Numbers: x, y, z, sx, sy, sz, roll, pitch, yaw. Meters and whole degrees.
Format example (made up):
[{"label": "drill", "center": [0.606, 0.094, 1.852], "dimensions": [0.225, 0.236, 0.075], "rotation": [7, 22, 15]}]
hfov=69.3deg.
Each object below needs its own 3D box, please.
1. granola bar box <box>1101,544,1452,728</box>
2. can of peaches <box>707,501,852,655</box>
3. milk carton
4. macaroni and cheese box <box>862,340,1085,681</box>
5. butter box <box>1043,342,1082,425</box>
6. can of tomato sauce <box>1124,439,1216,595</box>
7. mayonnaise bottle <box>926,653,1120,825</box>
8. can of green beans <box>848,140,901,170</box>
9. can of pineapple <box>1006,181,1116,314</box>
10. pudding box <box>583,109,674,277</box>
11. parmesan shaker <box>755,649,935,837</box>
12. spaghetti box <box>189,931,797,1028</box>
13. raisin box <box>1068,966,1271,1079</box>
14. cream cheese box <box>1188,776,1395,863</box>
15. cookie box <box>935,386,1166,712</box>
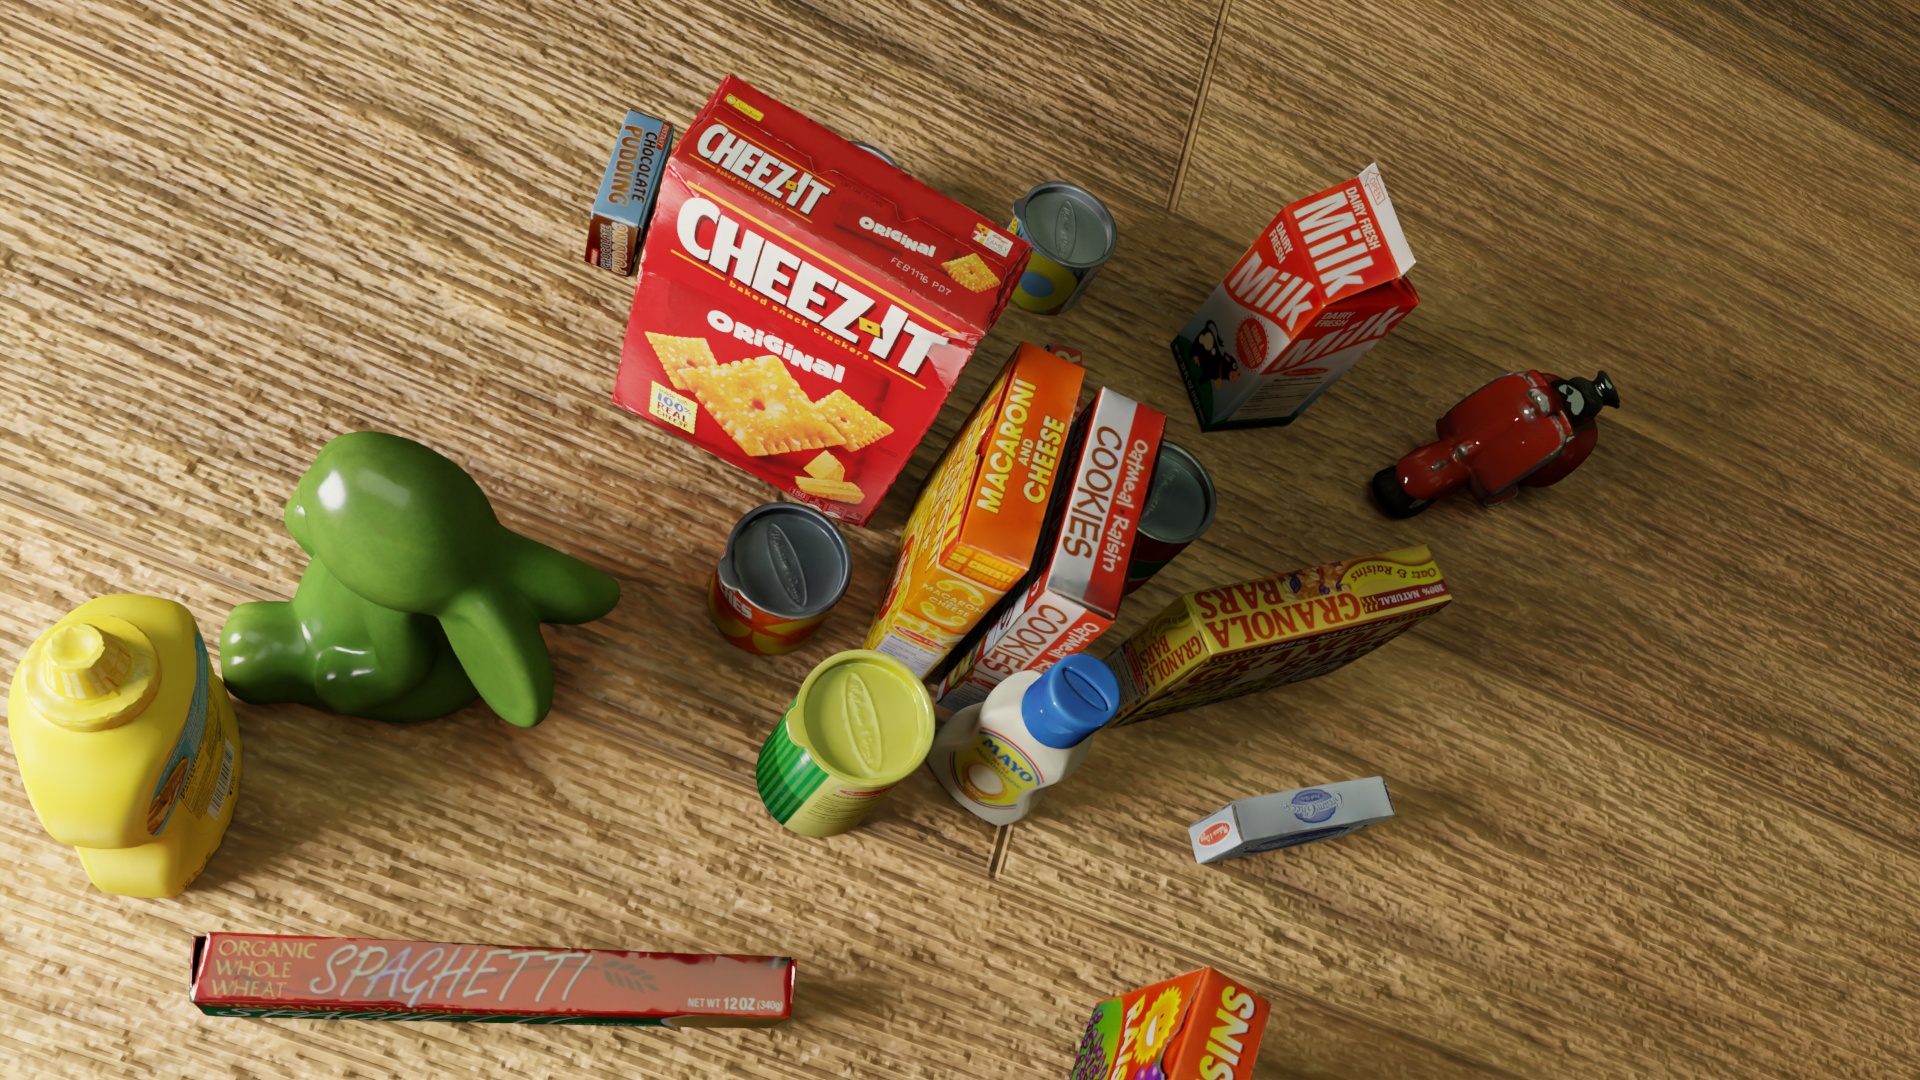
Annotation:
[{"label": "granola bar box", "center": [0.172, 0.055, 0.783], "dimensions": [0.166, 0.123, 0.039], "rotation": [-10, 69, -25]}, {"label": "can of peaches", "center": [-0.099, 0.022, 0.734], "dimensions": [0.071, 0.057, 0.071], "rotation": [9, 63, -17]}, {"label": "milk carton", "center": [0.212, -0.145, 0.859], "dimensions": [0.073, 0.189, 0.072], "rotation": [-6, 68, -23]}, {"label": "macaroni and cheese box", "center": [0.003, -0.009, 0.725], "dimensions": [0.040, 0.165, 0.124], "rotation": [23, 59, -9]}, {"label": "butter box", "center": [0.053, -0.062, 0.837], "dimensions": [0.024, 0.053, 0.104], "rotation": [11, 62, -16]}, {"label": "can of tomato sauce", "center": [0.099, -0.013, 0.813], "dimensions": [0.071, 0.082, 0.071], "rotation": [9, 63, -17]}, {"label": "mayonnaise bottle", "center": [0.033, 0.098, 0.694], "dimensions": [0.065, 0.147, 0.041], "rotation": [42, 58, 2]}, {"label": "can of green beans", "center": [-0.071, -0.201, 0.856], "dimensions": [0.071, 0.057, 0.071], "rotation": [9, 63, -17]}, {"label": "can of pineapple", "center": [0.058, -0.189, 0.899], "dimensions": [0.071, 0.057, 0.071], "rotation": [9, 63, -17]}, {"label": "pudding box", "center": [-0.194, -0.204, 0.814], "dimensions": [0.030, 0.049, 0.084], "rotation": [16, 60, -13]}, {"label": "parmesan shaker", "center": [-0.062, 0.102, 0.682], "dimensions": [0.071, 0.102, 0.071], "rotation": [9, 63, -17]}, {"label": "spaghetti box", "center": [-0.200, 0.196, 0.614], "dimensions": [0.250, 0.050, 0.029], "rotation": [8, 63, -17]}, {"label": "raisin box", "center": [0.090, 0.255, 0.653], "dimensions": [0.040, 0.122, 0.086], "rotation": [31, 58, -5]}, {"label": "cream cheese box", "center": [0.185, 0.157, 0.779], "dimensions": [0.104, 0.053, 0.024], "rotation": [-4, 67, -23]}, {"label": "cookie box", "center": [0.046, 0.014, 0.730], "dimensions": [0.040, 0.166, 0.123], "rotation": [23, 59, -9]}]
